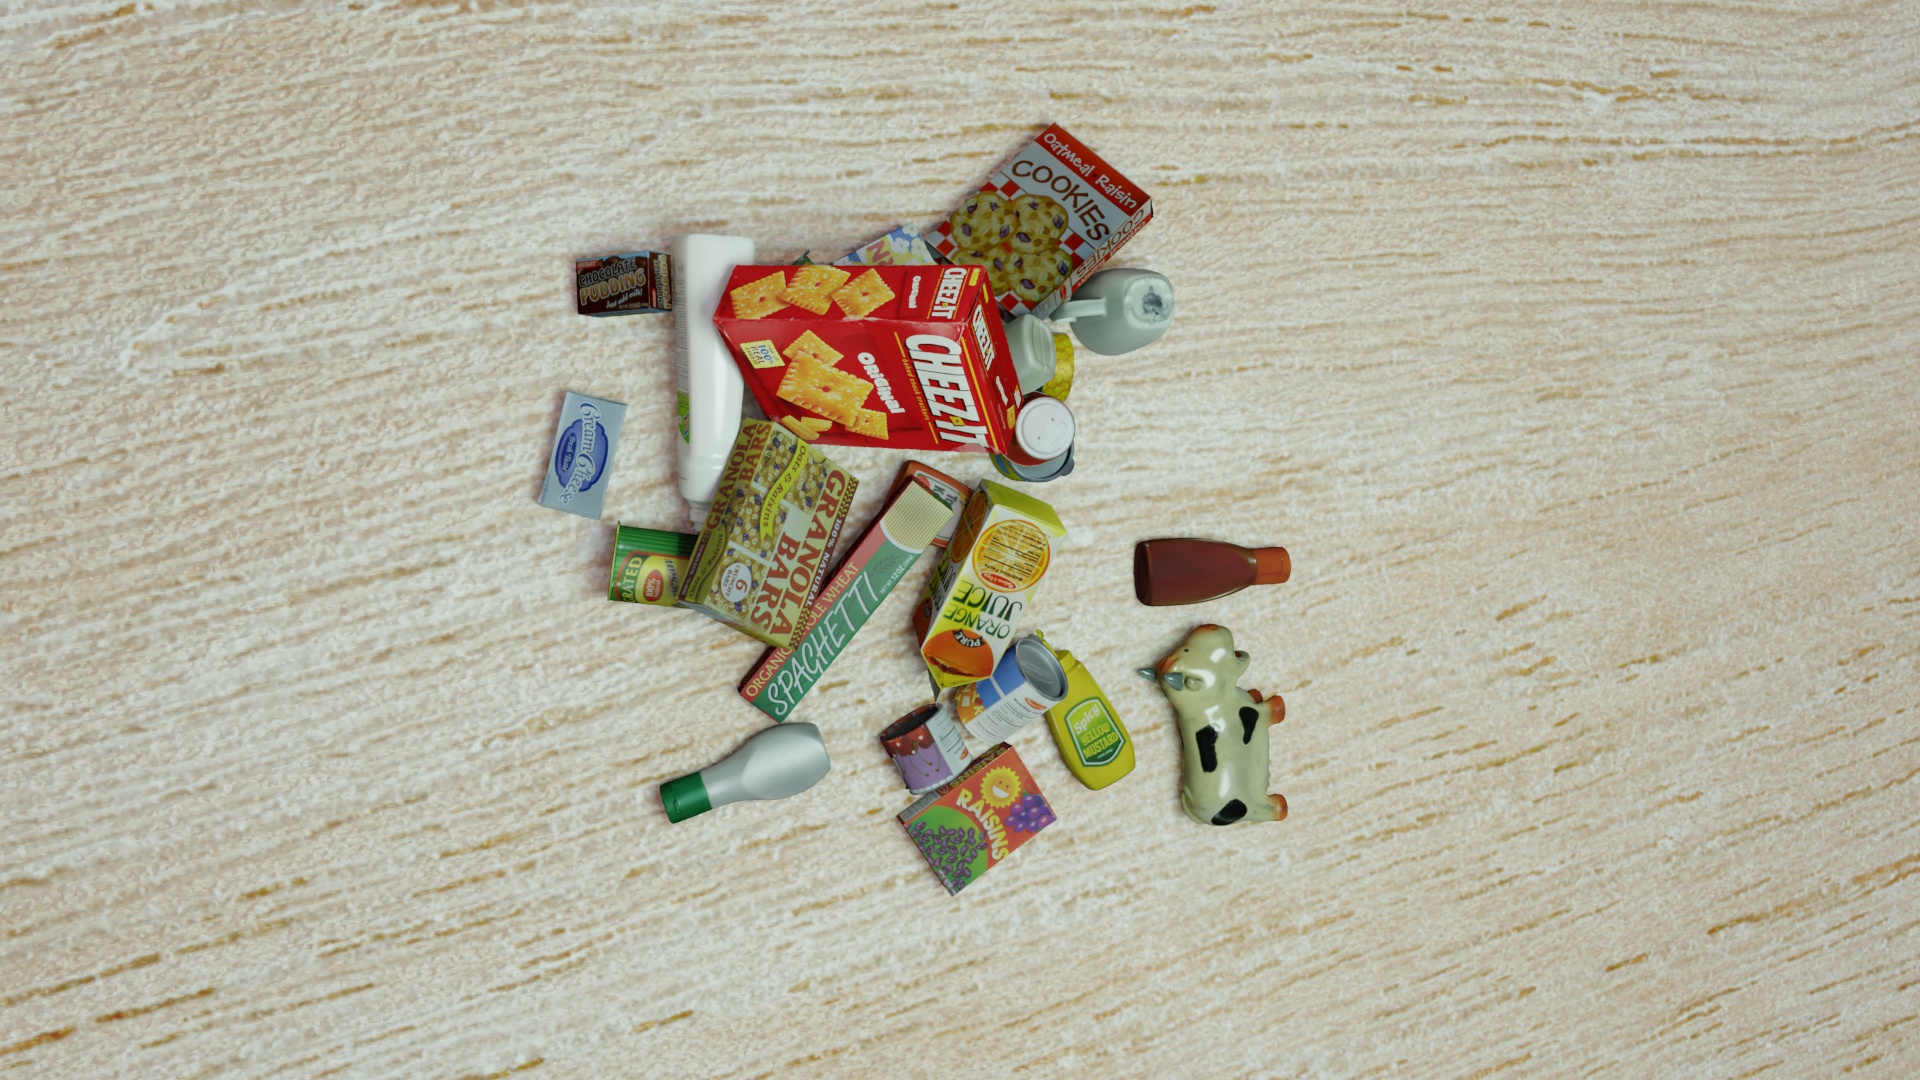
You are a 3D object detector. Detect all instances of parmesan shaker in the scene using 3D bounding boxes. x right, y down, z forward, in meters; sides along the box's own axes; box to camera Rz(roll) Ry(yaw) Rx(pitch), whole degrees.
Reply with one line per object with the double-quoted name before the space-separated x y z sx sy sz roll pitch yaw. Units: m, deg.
"parmesan shaker" -0.247 0.023 1.196 0.103 0.071 0.071 7 91 -14

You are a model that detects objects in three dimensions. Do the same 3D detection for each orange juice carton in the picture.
"orange juice carton" 0.015 0.050 1.233 0.073 0.072 0.192 22 106 -16

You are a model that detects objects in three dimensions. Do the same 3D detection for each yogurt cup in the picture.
"yogurt cup" 0.067 -0.098 1.216 0.072 0.054 0.072 -1 94 -14

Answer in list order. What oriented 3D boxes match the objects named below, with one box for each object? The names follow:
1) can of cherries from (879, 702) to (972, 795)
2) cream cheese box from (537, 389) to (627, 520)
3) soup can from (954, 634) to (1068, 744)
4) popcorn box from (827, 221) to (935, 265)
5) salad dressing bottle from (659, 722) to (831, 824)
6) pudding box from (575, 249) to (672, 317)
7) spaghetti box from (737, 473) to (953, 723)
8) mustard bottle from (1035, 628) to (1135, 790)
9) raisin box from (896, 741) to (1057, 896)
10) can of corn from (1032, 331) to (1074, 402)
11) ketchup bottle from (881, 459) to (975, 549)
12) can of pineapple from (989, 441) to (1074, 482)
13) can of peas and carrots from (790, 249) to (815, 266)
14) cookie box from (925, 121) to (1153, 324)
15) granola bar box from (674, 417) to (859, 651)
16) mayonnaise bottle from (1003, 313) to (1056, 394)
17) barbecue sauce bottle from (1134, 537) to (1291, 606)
"can of cherries" -0.034 0.189 1.260 0.071 0.071 0.058 -31 100 -11
"cream cheese box" -0.325 -0.074 1.195 0.053 0.024 0.103 14 89 -15
"soup can" 0.045 0.135 1.261 0.071 0.072 0.083 44 120 -12
"popcorn box" -0.053 -0.211 1.250 0.085 0.038 0.126 -30 99 -11
"salad dressing bottle" -0.191 0.208 1.233 0.148 0.044 0.064 -19 101 -12
"pudding box" -0.284 -0.216 1.173 0.083 0.030 0.049 1 93 29
"spaghetti box" -0.103 0.054 1.231 0.050 0.029 0.250 38 95 -14
"mustard bottle" 0.106 0.155 1.301 0.065 0.049 0.160 -30 99 -12
"raisin box" 0.016 0.256 1.288 0.123 0.040 0.086 -34 99 -11
"can of corn" 0.067 -0.156 1.268 0.058 0.071 0.071 0 93 -14
"ketchup bottle" 0.005 -0.016 1.271 0.149 0.043 0.064 26 91 -14
"can of pineapple" 0.065 -0.085 1.276 0.071 0.058 0.071 -1 93 -14
"can of peas and carrots" -0.139 -0.209 1.215 0.071 0.071 0.058 -44 103 -8
"cookie box" 0.072 -0.281 1.252 0.168 0.040 0.123 -44 72 -8
"granola bar box" -0.160 -0.003 1.180 0.124 0.039 0.166 36 69 -50
"mayonnaise bottle" 0.019 -0.140 1.223 0.041 0.147 0.065 22 53 -38
"barbecue sauce bottle" 0.243 0.028 1.333 0.149 0.043 0.065 -3 94 -15
